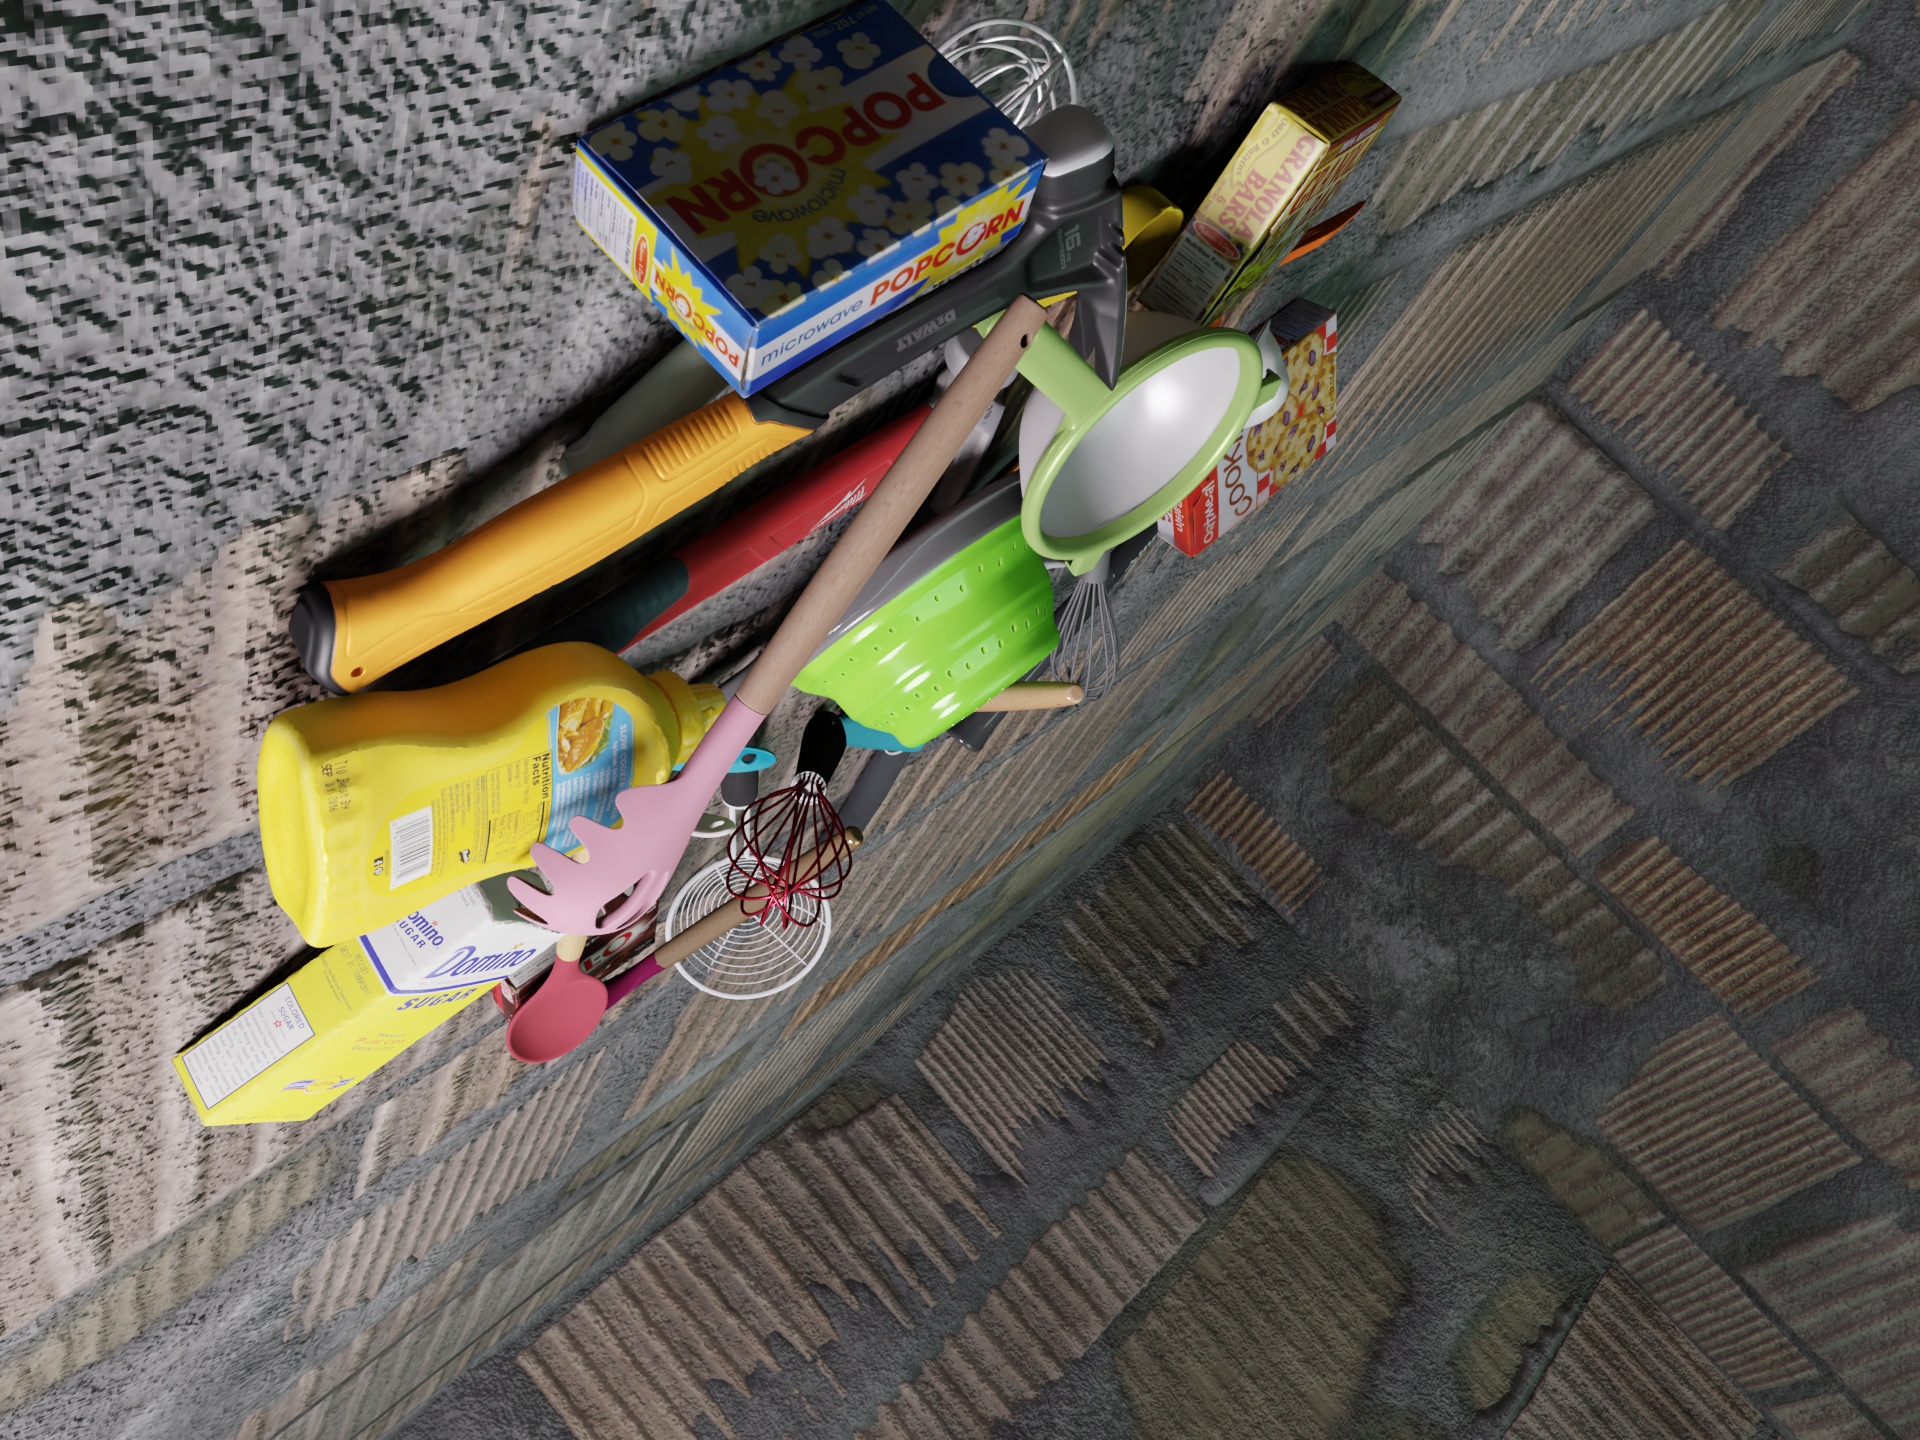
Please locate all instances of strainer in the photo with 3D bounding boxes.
[{"bbox_3d":[0.172,-0.206,1.003,0.086,0.050,0.258,-64,170,24],"label":"strainer"},{"bbox_3d":[0.054,-0.165,0.769,0.151,0.069,0.256,-43,156,13],"label":"strainer"}]

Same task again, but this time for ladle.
[{"bbox_3d":[-0.222,0.122,0.909,0.069,0.031,0.315,-23,158,-31],"label":"ladle"}]

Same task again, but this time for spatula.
[{"bbox_3d":[-0.002,-0.003,1.038,0.082,0.044,0.317,7,176,-24],"label":"spatula"},{"bbox_3d":[0.150,-0.224,1.067,0.322,0.041,0.081,-52,177,41],"label":"spatula"}]

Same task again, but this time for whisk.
[{"bbox_3d":[-0.096,0.050,0.982,0.073,0.073,0.296,-46,-168,15],"label":"whisk"},{"bbox_3d":[-0.056,-0.167,0.594,0.246,0.059,0.058,-40,-151,7],"label":"whisk"},{"bbox_3d":[0.095,-0.105,1.145,0.055,0.055,0.238,-35,143,-34],"label":"whisk"}]

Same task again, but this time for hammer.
[{"bbox_3d":[-0.085,-0.101,0.590,0.337,0.034,0.127,-30,152,-8],"label":"hammer"},{"bbox_3d":[-0.127,-0.061,0.746,0.386,0.038,0.143,-37,168,-28],"label":"hammer"},{"bbox_3d":[0.107,-0.106,1.268,0.335,0.035,0.146,-48,169,-9],"label":"hammer"},{"bbox_3d":[-0.038,0.000,1.252,0.149,0.036,0.408,-35,166,-37],"label":"hammer"}]

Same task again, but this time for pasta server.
[{"bbox_3d":[-0.070,-0.033,0.612,0.316,0.040,0.060,-53,154,12],"label":"pasta server"}]

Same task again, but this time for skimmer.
[{"bbox_3d":[-0.148,0.102,1.108,0.127,0.090,0.363,-8,156,-11],"label":"skimmer"}]

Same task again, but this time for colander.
[{"bbox_3d":[-0.076,-0.003,0.892,0.397,0.094,0.204,-36,-179,-11],"label":"colander"}]

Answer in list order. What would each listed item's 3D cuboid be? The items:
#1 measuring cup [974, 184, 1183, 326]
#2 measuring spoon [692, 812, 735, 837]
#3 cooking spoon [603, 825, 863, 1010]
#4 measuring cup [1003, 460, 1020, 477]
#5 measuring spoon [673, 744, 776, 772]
[{"bbox_3d":[0.050,-0.225,0.780,0.156,0.029,0.062,-31,163,-37],"label":"measuring cup"},{"bbox_3d":[-0.162,0.051,0.924,0.034,0.018,0.124,-27,-162,-28],"label":"measuring spoon"},{"bbox_3d":[-0.181,0.147,1.059,0.319,0.017,0.069,-33,-174,28],"label":"cooking spoon"},{"bbox_3d":[0.081,-0.169,1.000,0.173,0.052,0.095,-45,168,-1],"label":"measuring cup"},{"bbox_3d":[-0.156,0.011,0.813,0.128,0.021,0.042,5,134,-30],"label":"measuring spoon"}]
